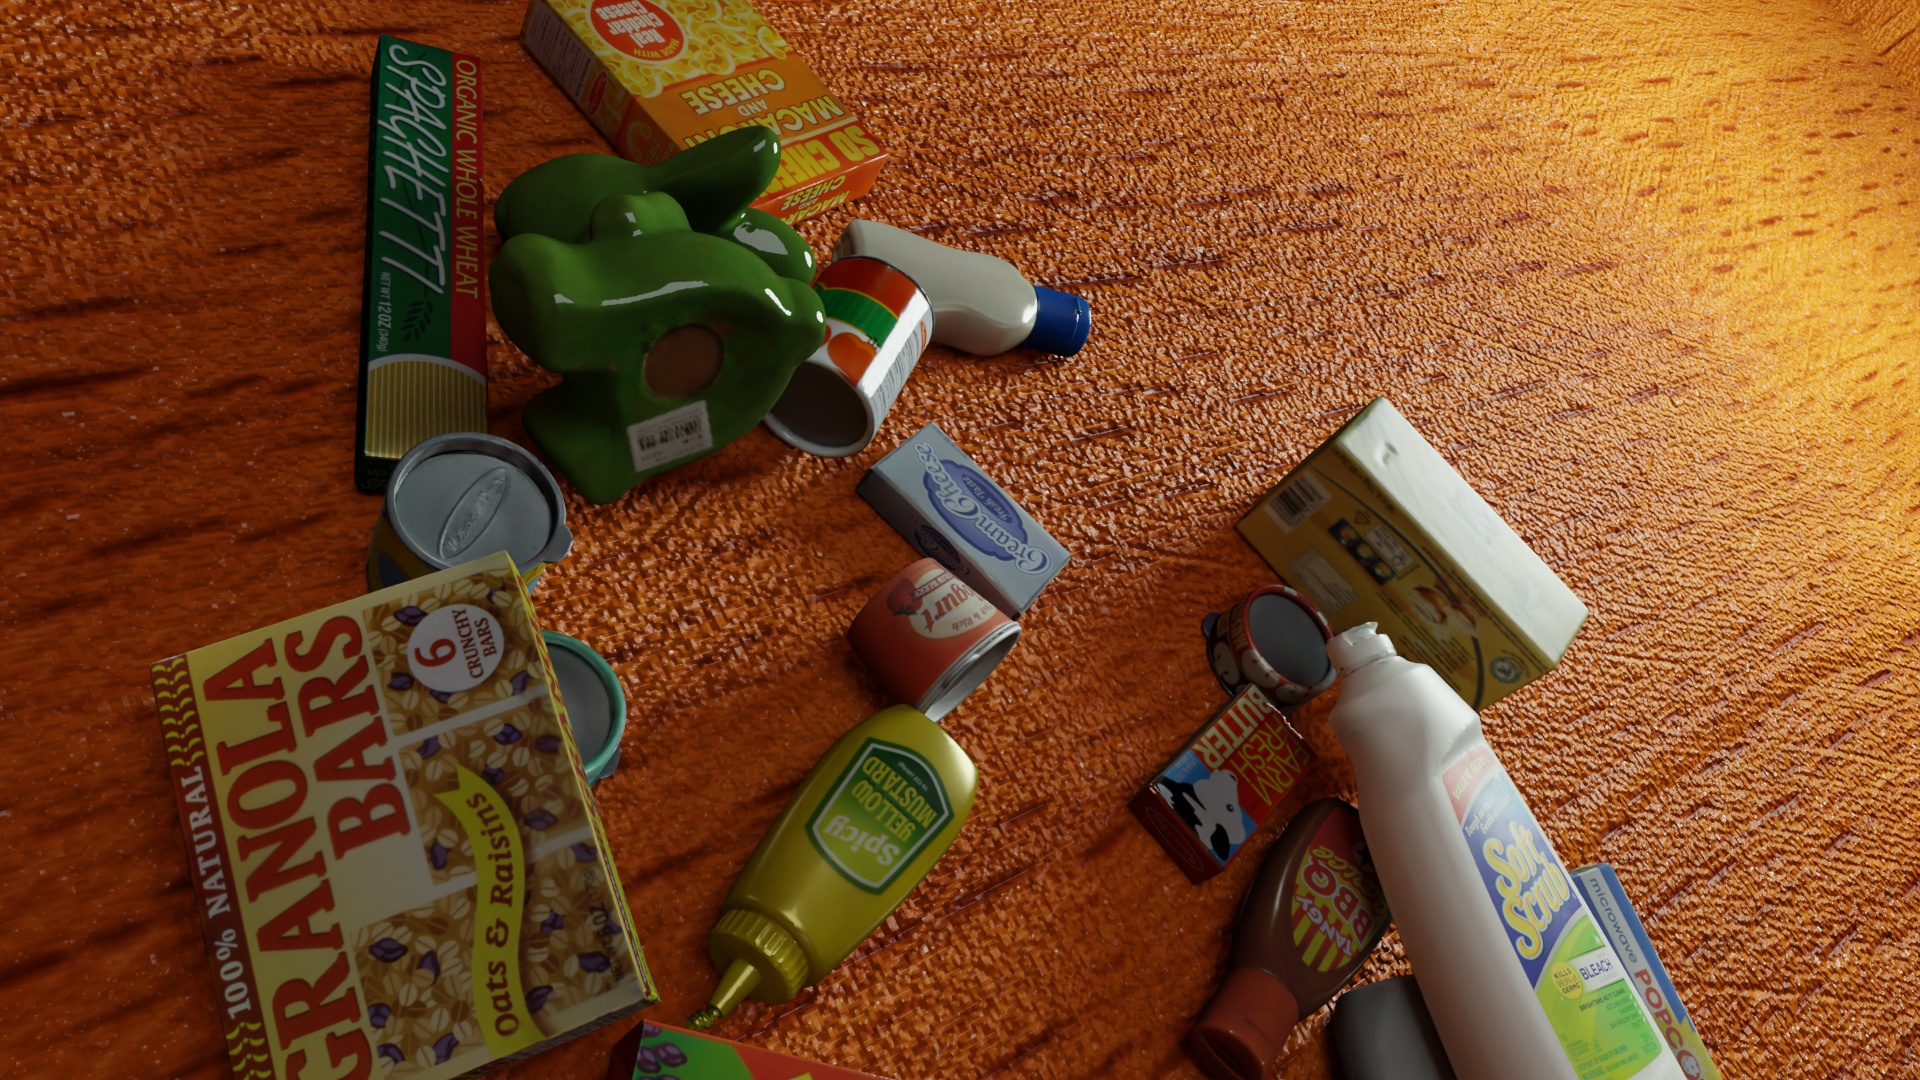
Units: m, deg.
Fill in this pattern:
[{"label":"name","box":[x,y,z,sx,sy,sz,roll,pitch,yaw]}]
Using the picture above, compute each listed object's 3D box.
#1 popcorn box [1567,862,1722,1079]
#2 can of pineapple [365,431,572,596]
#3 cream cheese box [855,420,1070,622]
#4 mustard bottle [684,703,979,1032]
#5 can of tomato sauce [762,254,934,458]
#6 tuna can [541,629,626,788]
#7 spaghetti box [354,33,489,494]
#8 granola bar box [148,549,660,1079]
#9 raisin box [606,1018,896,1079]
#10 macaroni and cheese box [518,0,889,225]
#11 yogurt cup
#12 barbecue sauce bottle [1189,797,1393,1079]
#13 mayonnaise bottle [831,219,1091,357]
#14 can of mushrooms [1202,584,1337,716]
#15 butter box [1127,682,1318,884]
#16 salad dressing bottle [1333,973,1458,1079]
[{"label":"popcorn box","box":[0.305,0.232,0.679,0.038,0.084,0.127,-4,62,-32]},{"label":"can of pineapple","box":[-0.195,0.001,0.549,0.071,0.057,0.071,16,53,-22]},{"label":"cream cheese box","box":[0.002,-0.009,0.700,0.104,0.024,0.054,44,48,2]},{"label":"mustard bottle","box":[-0.054,0.134,0.551,0.065,0.048,0.161,41,47,1]},{"label":"can of tomato sauce","box":[-0.060,-0.092,0.692,0.071,0.071,0.083,33,49,-8]},{"label":"tuna can","box":[-0.163,0.071,0.538,0.071,0.032,0.071,16,53,-21]},{"label":"spaghetti box","box":[-0.243,-0.131,0.630,0.050,0.028,0.251,6,57,-29]},{"label":"granola bar box","box":[-0.188,0.100,0.469,0.124,0.039,0.166,-19,69,-13]},{"label":"raisin box","box":[-0.067,0.227,0.486,0.123,0.040,0.086,22,50,-19]},{"label":"macaroni and cheese box","box":[-0.138,-0.243,0.764,0.166,0.040,0.124,48,48,7]},{"label":"yogurt cup","box":[-0.014,0.045,0.628,0.054,0.072,0.073,45,47,14]},{"label":"barbecue sauce bottle","box":[0.156,0.187,0.647,0.065,0.043,0.149,47,48,4]},{"label":"mayonnaise bottle","box":[0.002,-0.134,0.775,0.148,0.041,0.065,9,56,-28]},{"label":"can of mushrooms","box":[0.168,0.058,0.750,0.071,0.033,0.071,16,53,-22]},{"label":"butter box","box":[0.133,0.119,0.692,0.053,0.024,0.104,49,48,8]},{"label":"salad dressing bottle","box":[0.214,0.274,0.624,0.064,0.043,0.148,4,59,-32]}]
